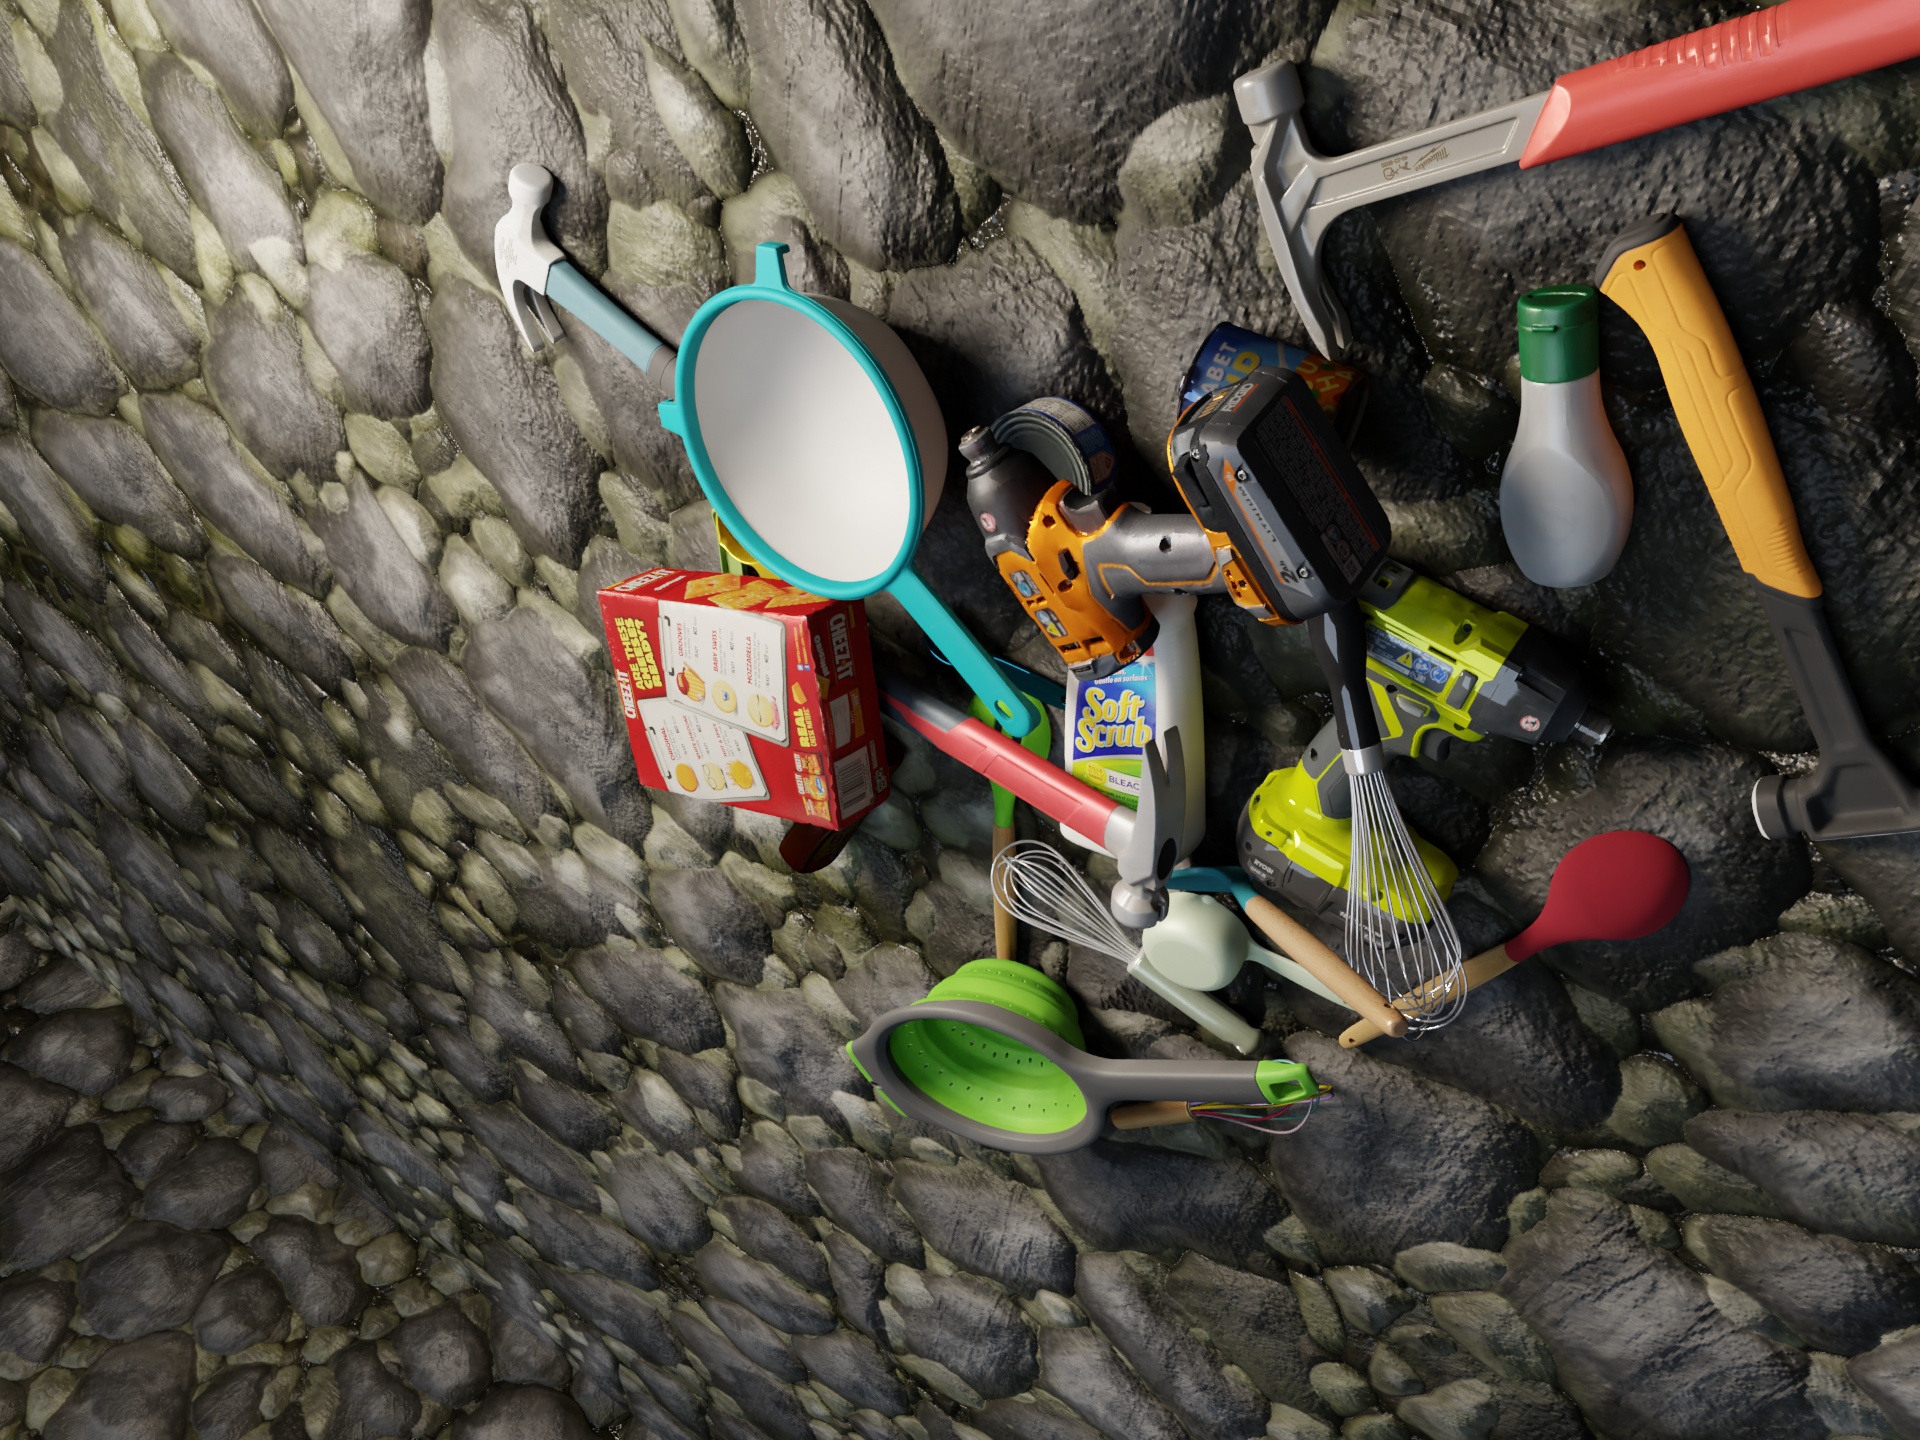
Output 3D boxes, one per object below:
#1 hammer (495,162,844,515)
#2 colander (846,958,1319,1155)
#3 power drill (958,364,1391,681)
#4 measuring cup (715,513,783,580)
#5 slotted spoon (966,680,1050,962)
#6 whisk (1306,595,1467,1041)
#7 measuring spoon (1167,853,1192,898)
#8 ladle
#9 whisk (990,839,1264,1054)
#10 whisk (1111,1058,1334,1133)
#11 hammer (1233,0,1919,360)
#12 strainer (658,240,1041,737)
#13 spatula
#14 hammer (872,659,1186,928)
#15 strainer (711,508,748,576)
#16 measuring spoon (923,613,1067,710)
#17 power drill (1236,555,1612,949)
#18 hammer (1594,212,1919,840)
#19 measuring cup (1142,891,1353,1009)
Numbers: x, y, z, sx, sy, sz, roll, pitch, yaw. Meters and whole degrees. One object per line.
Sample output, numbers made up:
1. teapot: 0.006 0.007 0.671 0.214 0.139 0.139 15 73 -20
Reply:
1. hammer: -0.209 -0.252 1.147 0.331 0.033 0.128 40 139 7
2. colander: 0.099 0.253 1.260 0.397 0.095 0.204 -8 131 34
3. power drill: 0.099 -0.112 0.865 0.226 0.084 0.164 -13 119 53
4. measuring cup: -0.128 -0.102 1.178 0.062 0.029 0.156 -25 94 39
5. slotted spoon: 0.036 0.098 1.236 0.070 0.031 0.313 20 135 24
6. whisk: 0.232 0.050 0.892 0.070 0.070 0.284 -3 109 42
7. measuring spoon: 0.157 0.125 1.167 0.034 0.018 0.124 14 138 25
8. ladle: 0.339 0.156 1.025 0.069 0.031 0.315 43 142 3
9. whisk: 0.127 0.174 1.201 0.246 0.059 0.058 36 173 1
10. whisk: 0.197 0.303 1.256 0.051 0.047 0.245 51 143 -9
11. hammer: 0.295 -0.265 0.700 0.359 0.037 0.149 -3 120 43
12. strainer: -0.040 -0.142 1.036 0.340 0.095 0.211 51 141 0
13. spatula: 0.193 0.134 0.978 0.318 0.082 0.044 -134 51 -72
14. hammer: -0.002 -0.004 1.111 0.387 0.038 0.143 30 133 37
15. strainer: -0.190 -0.054 1.269 0.151 0.069 0.256 24 137 24
16. measuring spoon: 0.034 -0.041 1.133 0.128 0.021 0.042 27 137 8
17. power drill: 0.264 0.025 0.941 0.171 0.080 0.223 31 135 18
18. hammer: 0.395 -0.088 0.763 0.127 0.034 0.336 -13 113 47
19. measuring cup: 0.208 0.181 1.139 0.168 0.038 0.083 24 143 17
